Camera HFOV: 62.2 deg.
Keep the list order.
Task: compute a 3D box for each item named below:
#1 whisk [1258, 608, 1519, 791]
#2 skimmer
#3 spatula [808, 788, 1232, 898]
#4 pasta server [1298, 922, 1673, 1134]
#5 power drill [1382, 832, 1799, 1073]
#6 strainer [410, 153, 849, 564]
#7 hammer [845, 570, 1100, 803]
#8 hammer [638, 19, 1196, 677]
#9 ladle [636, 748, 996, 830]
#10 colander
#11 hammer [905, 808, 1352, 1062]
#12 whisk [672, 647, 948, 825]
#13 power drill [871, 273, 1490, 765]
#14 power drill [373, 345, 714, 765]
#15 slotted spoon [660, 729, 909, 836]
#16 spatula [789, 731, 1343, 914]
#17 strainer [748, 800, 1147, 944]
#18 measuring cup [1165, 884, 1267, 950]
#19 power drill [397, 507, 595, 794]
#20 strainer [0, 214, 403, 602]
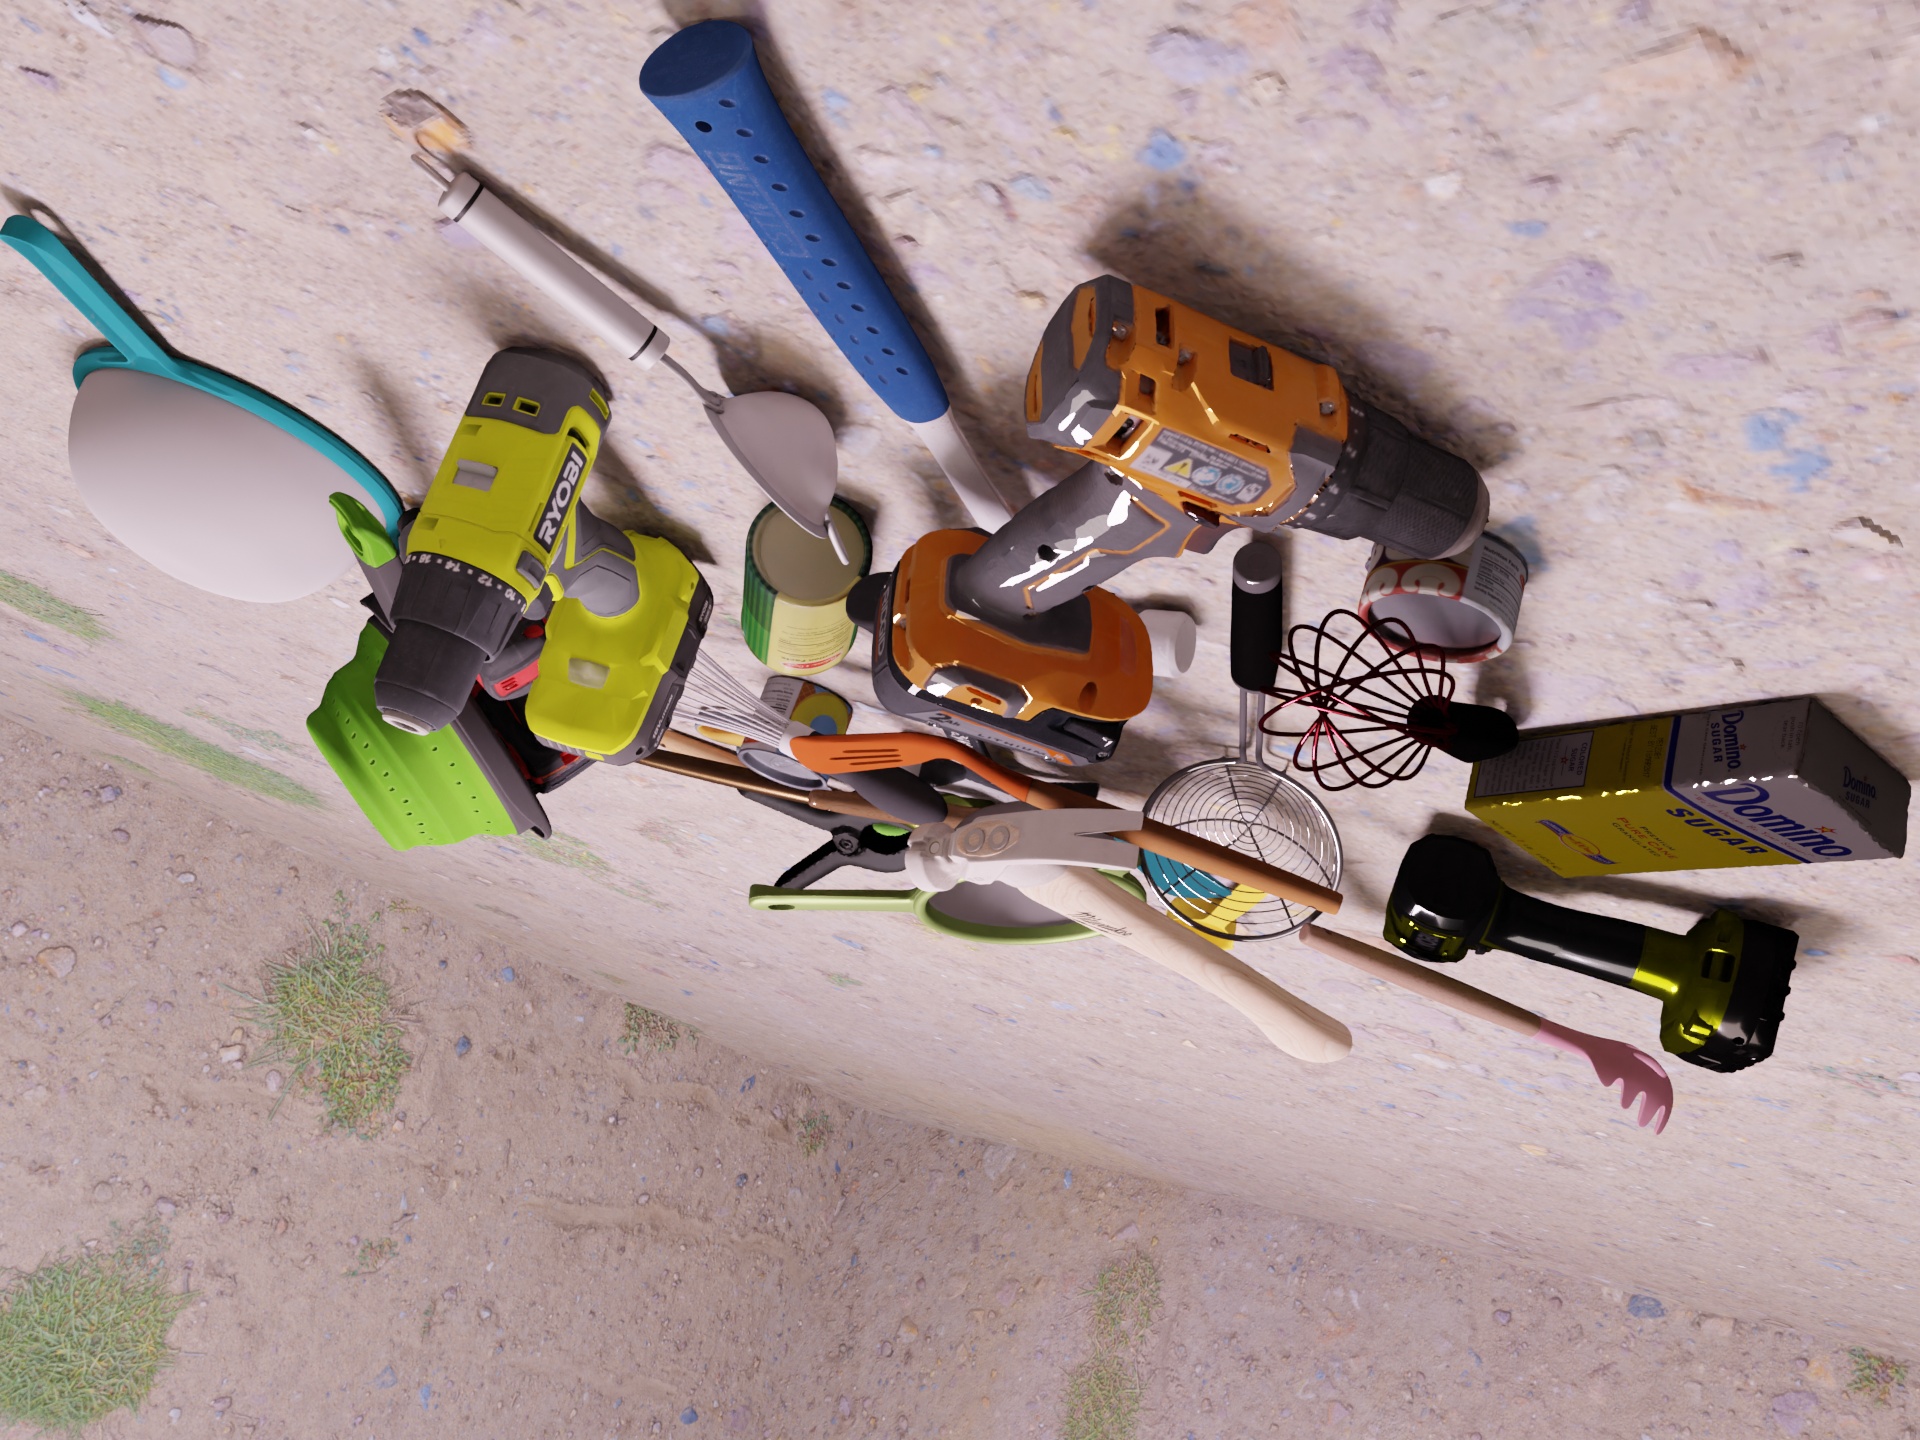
[{"bbox_3d":[0.198,-0.001,0.687,0.073,0.073,0.295,7,179,31],"label":"whisk"},{"bbox_3d":[0.151,0.028,0.861,0.127,0.090,0.363,14,160,15],"label":"skimmer"},{"bbox_3d":[0.042,0.086,1.128,0.317,0.044,0.082,10,169,-23],"label":"spatula"},{"bbox_3d":[0.343,0.194,1.023,0.316,0.040,0.060,23,-160,-19],"label":"pasta server"},{"bbox_3d":[0.377,0.142,0.985,0.223,0.080,0.171,17,165,16],"label":"power drill"},{"bbox_3d":[-0.129,-0.160,0.700,0.258,0.050,0.087,37,-162,-28],"label":"strainer"},{"bbox_3d":[-0.001,-0.003,0.935,0.149,0.036,0.408,13,167,11],"label":"hammer"},{"bbox_3d":[-0.018,-0.128,0.686,0.144,0.035,0.405,8,158,28],"label":"hammer"},{"bbox_3d":[-0.113,0.063,1.212,0.320,0.062,0.078,13,121,8],"label":"ladle"},{"bbox_3d":[-0.366,-0.013,1.004,0.205,0.094,0.396,49,161,15],"label":"colander"},{"bbox_3d":[0.148,0.144,0.980,0.146,0.038,0.410,-8,151,38],"label":"hammer"},{"bbox_3d":[-0.133,-0.002,1.032,0.285,0.070,0.070,26,162,14],"label":"whisk"},{"bbox_3d":[0.081,-0.066,0.647,0.185,0.084,0.226,17,145,-20],"label":"power drill"},{"bbox_3d":[-0.217,-0.059,0.837,0.080,0.191,0.228,14,164,13],"label":"power drill"},{"bbox_3d":[-0.109,0.068,1.306,0.313,0.031,0.070,22,146,-2],"label":"slotted spoon"},{"bbox_3d":[0.059,0.057,0.912,0.322,0.041,0.081,20,167,8],"label":"spatula"},{"bbox_3d":[-0.008,0.093,1.034,0.256,0.069,0.151,0,154,3],"label":"strainer"},{"bbox_3d":[0.204,0.136,1.214,0.062,0.029,0.156,22,149,-7],"label":"measuring cup"},{"bbox_3d":[-0.311,-0.047,1.072,0.143,0.078,0.219,49,163,17],"label":"power drill"},{"bbox_3d":[-0.474,-0.157,0.943,0.211,0.095,0.340,16,162,9],"label":"strainer"}]
